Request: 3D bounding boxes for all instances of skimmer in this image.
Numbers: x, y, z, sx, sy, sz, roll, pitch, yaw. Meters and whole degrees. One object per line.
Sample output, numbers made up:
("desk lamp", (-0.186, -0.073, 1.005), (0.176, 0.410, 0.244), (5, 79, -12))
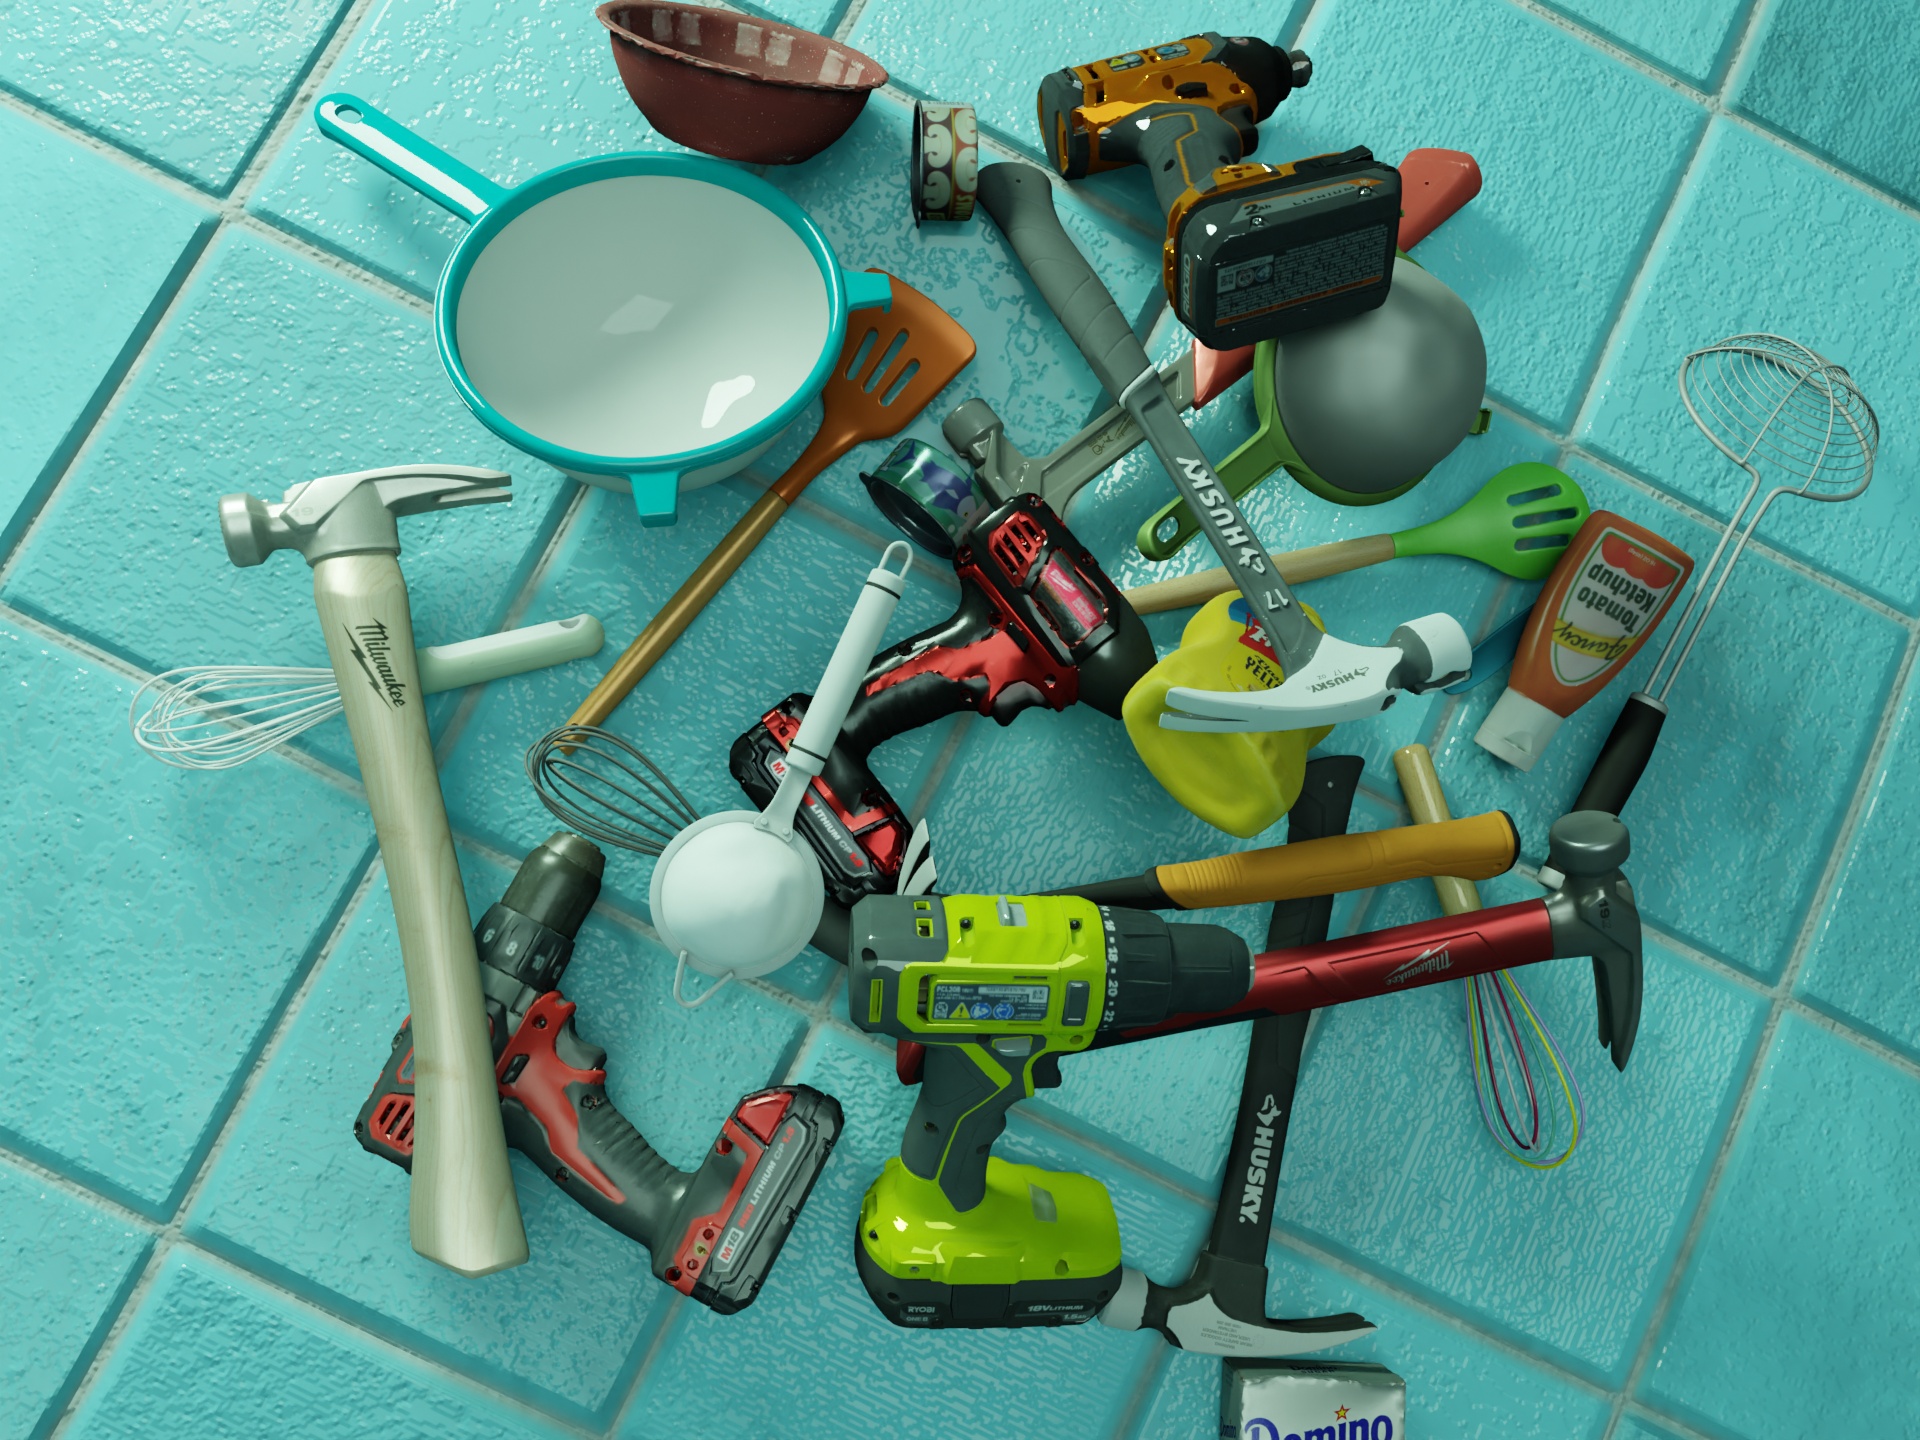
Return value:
("skimmer", (0.426, -0.063, 0.944), (0.127, 0.090, 0.363), (27, 90, 2))

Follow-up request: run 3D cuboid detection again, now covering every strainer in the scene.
("strainer", (0.204, -0.165, 0.875), (0.256, 0.069, 0.151), (-39, 112, -18))
("strainer", (-0.217, -0.232, 0.872), (0.340, 0.095, 0.211), (34, 67, 14))
("strainer", (-0.081, 0.027, 0.789), (0.086, 0.050, 0.258), (25, 84, -14))

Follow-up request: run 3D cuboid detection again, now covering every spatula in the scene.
("spatula", (-0.118, -0.109, 0.885), (0.081, 0.041, 0.322), (38, 81, 6))

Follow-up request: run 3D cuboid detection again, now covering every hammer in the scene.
("hammer", (0.180, 0.180, 0.880), (0.146, 0.035, 0.335), (14, 81, -3))
("hammer", (0.171, -0.216, 0.928), (0.359, 0.036, 0.149), (-37, 80, -10))
("hammer", (0.133, 0.080, 0.828), (0.337, 0.127, 0.034), (-7, 53, -9))
("hammer", (-0.261, 0.064, 0.794), (0.146, 0.038, 0.411), (-12, 76, -16))
("hammer", (0.158, 0.152, 0.833), (0.386, 0.038, 0.143), (-12, 113, 4))
("hammer", (0.097, -0.160, 0.836), (0.149, 0.036, 0.409), (-17, 59, -15))

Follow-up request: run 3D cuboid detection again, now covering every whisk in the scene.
("whisk", (-0.127, 0.075, 0.855), (0.239, 0.055, 0.055), (33, 80, -8))
("whisk", (-0.313, -0.021, 0.851), (0.246, 0.058, 0.059), (-14, 118, -12))
("whisk", (0.288, 0.132, 0.897), (0.051, 0.047, 0.245), (-12, 79, -20))

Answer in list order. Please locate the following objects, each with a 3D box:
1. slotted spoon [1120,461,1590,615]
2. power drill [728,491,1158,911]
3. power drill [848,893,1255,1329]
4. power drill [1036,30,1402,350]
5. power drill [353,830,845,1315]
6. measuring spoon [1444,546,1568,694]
("slotted spoon", (0.227, -0.094, 0.928), (0.313, 0.031, 0.070), (-12, 92, -6))
("power drill", (-0.001, -0.003, 0.846), (0.219, 0.078, 0.143), (-40, 88, 0))
("power drill", (0.036, 0.187, 0.783), (0.190, 0.080, 0.228), (2, 116, -7))
("power drill", (0.154, -0.309, 0.882), (0.164, 0.084, 0.227), (-17, 49, -8))
("power drill", (-0.172, 0.180, 0.823), (0.226, 0.080, 0.188), (27, 75, 2))
("measuring spoon", (0.332, -0.060, 0.934), (0.128, 0.021, 0.042), (-40, 106, 7))
